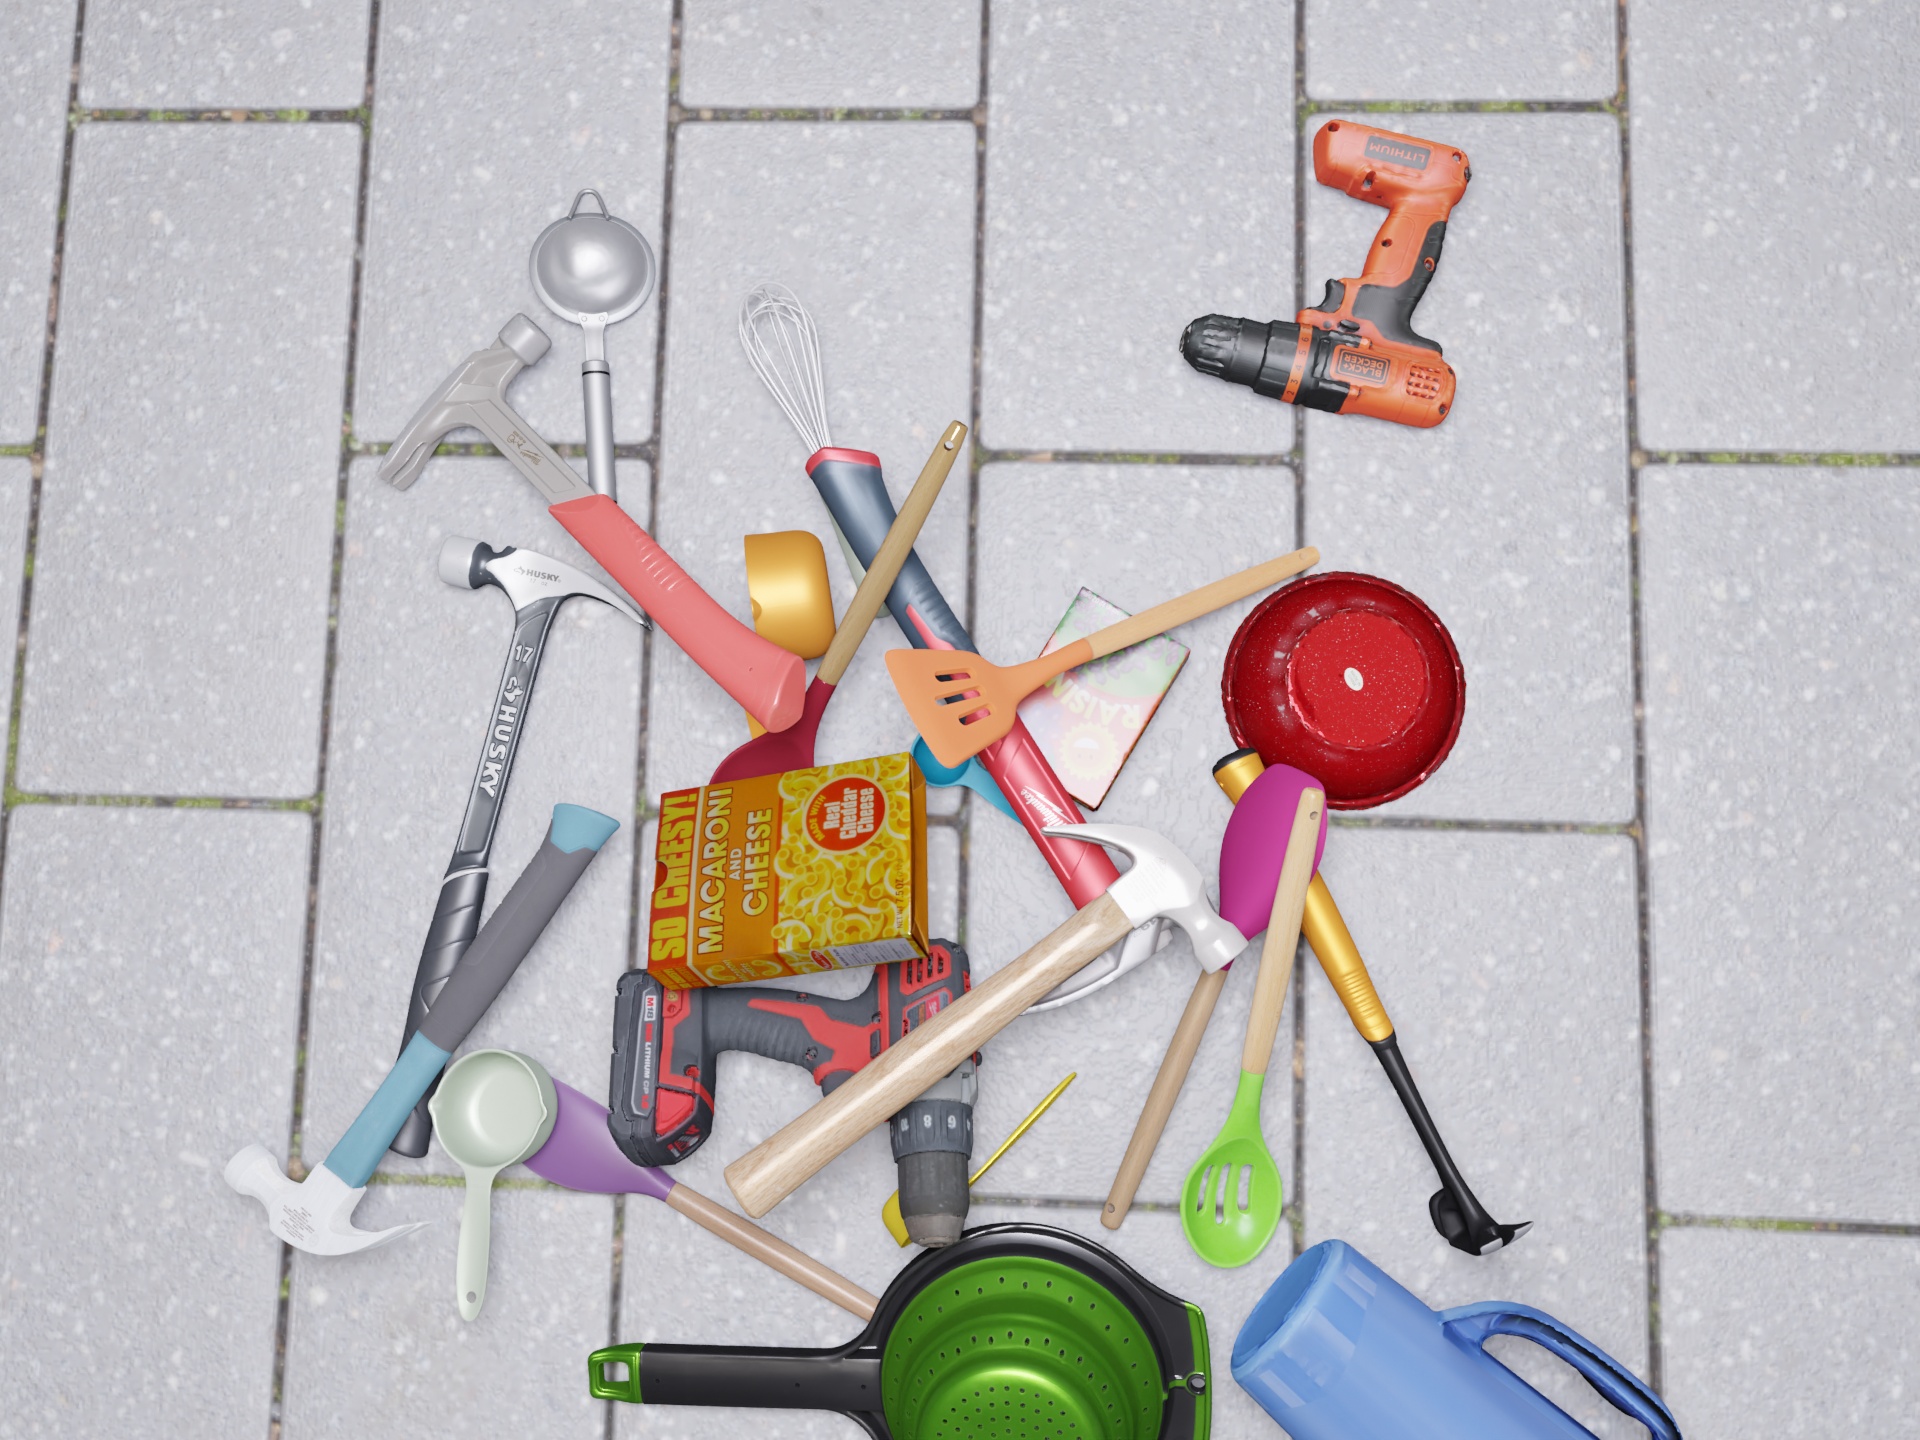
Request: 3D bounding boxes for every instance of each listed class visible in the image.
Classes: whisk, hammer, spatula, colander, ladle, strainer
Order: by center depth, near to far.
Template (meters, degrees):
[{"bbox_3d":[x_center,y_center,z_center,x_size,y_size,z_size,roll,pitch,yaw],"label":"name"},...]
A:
[{"bbox_3d":[0.002,0.178,0.942,0.331,0.031,0.130,-35,79,-7],"label":"hammer"},{"bbox_3d":[-0.047,0.420,0.966,0.397,0.094,0.204,-2,96,8],"label":"colander"},{"bbox_3d":[0.247,0.168,0.991,0.034,0.127,0.337,-25,77,-2],"label":"hammer"},{"bbox_3d":[0.102,-0.056,0.999,0.322,0.041,0.081,-23,76,-22],"label":"spatula"},{"bbox_3d":[-0.074,-0.048,1.005,0.069,0.031,0.315,28,106,-5],"label":"ladle"},{"bbox_3d":[-0.327,0.192,1.013,0.128,0.033,0.331,33,86,18],"label":"hammer"},{"bbox_3d":[-0.002,-0.003,1.016,0.143,0.038,0.386,-33,82,2],"label":"hammer"},{"bbox_3d":[-0.231,-0.111,1.023,0.149,0.036,0.359,-48,67,3],"label":"hammer"},{"bbox_3d":[-0.168,0.322,1.036,0.316,0.018,0.060,27,85,7],"label":"spatula"},{"bbox_3d":[-0.321,0.086,1.065,0.149,0.036,0.409,12,85,3],"label":"hammer"},{"bbox_3d":[-0.095,-0.184,1.082,0.059,0.058,0.246,-24,85,35],"label":"whisk"},{"bbox_3d":[-0.251,-0.251,1.098,0.087,0.050,0.258,-4,86,-9],"label":"strainer"}]

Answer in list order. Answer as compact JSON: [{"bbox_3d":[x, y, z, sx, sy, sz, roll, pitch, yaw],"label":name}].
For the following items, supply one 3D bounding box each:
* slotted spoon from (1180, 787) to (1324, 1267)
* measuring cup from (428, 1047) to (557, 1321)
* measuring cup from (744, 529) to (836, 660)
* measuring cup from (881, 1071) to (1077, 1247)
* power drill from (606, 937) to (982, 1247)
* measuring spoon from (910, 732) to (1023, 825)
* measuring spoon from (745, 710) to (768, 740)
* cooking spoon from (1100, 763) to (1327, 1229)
[{"bbox_3d":[0.188,0.192,0.981,0.070,0.031,0.313,5,104,-15],"label":"slotted spoon"},{"bbox_3d":[-0.301,0.296,1.023,0.083,0.038,0.168,1,80,12],"label":"measuring cup"},{"bbox_3d":[-0.104,-0.041,1.053,0.052,0.095,0.173,-10,101,-3],"label":"measuring cup"},{"bbox_3d":[0.011,0.273,1.022,0.156,0.062,0.029,-42,71,-13],"label":"measuring cup"},{"bbox_3d":[-0.099,0.234,0.991,0.226,0.080,0.188,-3,62,1],"label":"power drill"},{"bbox_3d":[0.024,0.047,1.062,0.128,0.021,0.042,33,89,-3],"label":"measuring spoon"},{"bbox_3d":[-0.133,0.008,1.074,0.021,0.011,0.117,-12,83,2],"label":"measuring spoon"},{"bbox_3d":[0.153,0.178,1.003,0.069,0.017,0.319,27,100,38],"label":"cooking spoon"}]
